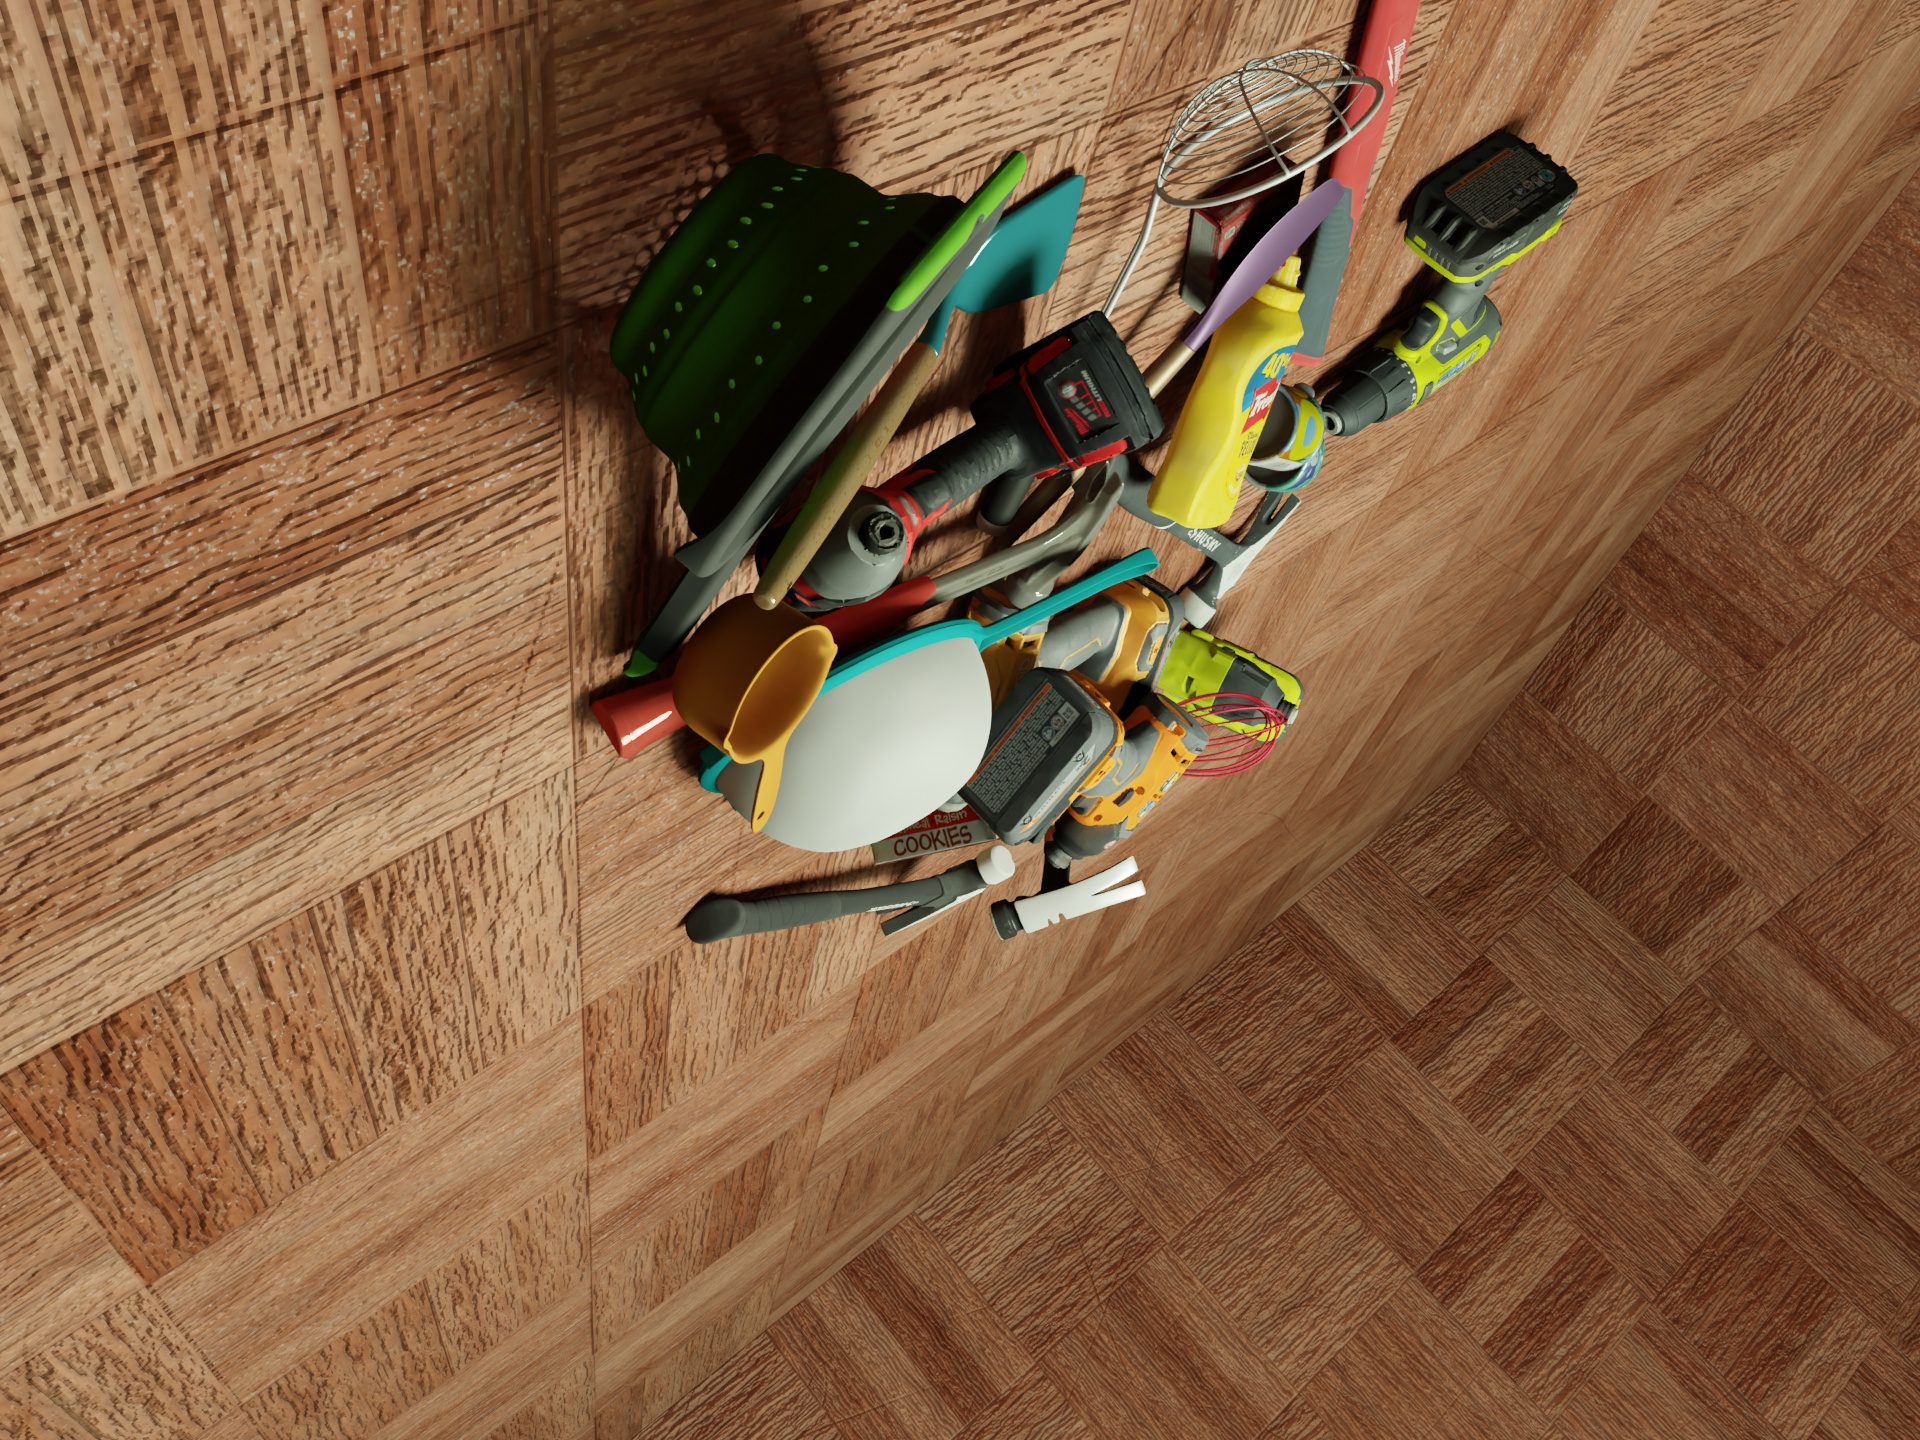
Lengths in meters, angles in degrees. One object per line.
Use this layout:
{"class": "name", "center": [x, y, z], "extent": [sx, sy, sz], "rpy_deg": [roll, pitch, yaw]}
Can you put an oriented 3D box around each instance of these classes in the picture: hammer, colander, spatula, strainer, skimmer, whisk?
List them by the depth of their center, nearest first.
{"class": "colander", "center": [-0.116, -0.134, 0.732], "extent": [0.397, 0.094, 0.205], "rpy_deg": [-41, -168, 53]}
{"class": "spatula", "center": [-0.019, -0.167, 0.807], "extent": [0.082, 0.044, 0.318], "rpy_deg": [108, 9, -57]}
{"class": "skimmer", "center": [0.115, -0.234, 0.952], "extent": [0.127, 0.090, 0.363], "rpy_deg": [-74, -169, -47]}
{"class": "hammer", "center": [-0.058, -0.065, 0.983], "extent": [0.359, 0.037, 0.149], "rpy_deg": [-25, 163, -30]}
{"class": "spatula", "center": [0.128, -0.225, 1.029], "extent": [0.316, 0.018, 0.059], "rpy_deg": [-46, 164, 22]}
{"class": "hammer", "center": [0.268, -0.376, 1.039], "extent": [0.143, 0.038, 0.386], "rpy_deg": [-39, 159, -17]}
{"class": "strainer", "center": [-0.002, -0.003, 1.049], "extent": [0.340, 0.095, 0.211], "rpy_deg": [-27, 171, -8]}
{"class": "hammer", "center": [0.177, -0.165, 1.280], "extent": [0.149, 0.036, 0.408], "rpy_deg": [-50, 158, 12]}
{"class": "whisk", "center": [0.127, 0.026, 1.338], "extent": [0.296, 0.073, 0.073], "rpy_deg": [-10, 163, 12]}
{"class": "hammer", "center": [-0.102, 0.156, 1.343], "extent": [0.146, 0.035, 0.334], "rpy_deg": [-30, 163, 32]}
{"class": "hammer", "center": [0.098, 0.107, 1.440], "extent": [0.127, 0.034, 0.337], "rpy_deg": [-20, -168, 9]}

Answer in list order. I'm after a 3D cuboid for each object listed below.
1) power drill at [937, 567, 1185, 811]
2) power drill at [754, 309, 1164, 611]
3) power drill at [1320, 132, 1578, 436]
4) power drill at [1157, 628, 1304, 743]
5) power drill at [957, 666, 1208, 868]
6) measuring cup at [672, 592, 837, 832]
{"class": "power drill", "center": [0.065, -0.026, 1.240], "extent": [0.226, 0.084, 0.185], "rpy_deg": [-14, 131, -48]}
{"class": "power drill", "center": [-0.003, -0.135, 0.877], "extent": [0.219, 0.078, 0.143], "rpy_deg": [-35, -168, -20]}
{"class": "power drill", "center": [0.382, -0.335, 1.276], "extent": [0.190, 0.080, 0.228], "rpy_deg": [-36, 161, -21]}
{"class": "power drill", "center": [0.239, -0.034, 1.459], "extent": [0.080, 0.171, 0.223], "rpy_deg": [-65, 161, 5]}
{"class": "power drill", "center": [0.086, 0.046, 1.203], "extent": [0.164, 0.084, 0.226], "rpy_deg": [-51, 153, 14]}
{"class": "measuring cup", "center": [-0.123, 0.000, 0.899], "extent": [0.095, 0.052, 0.173], "rpy_deg": [-44, 161, -37]}
